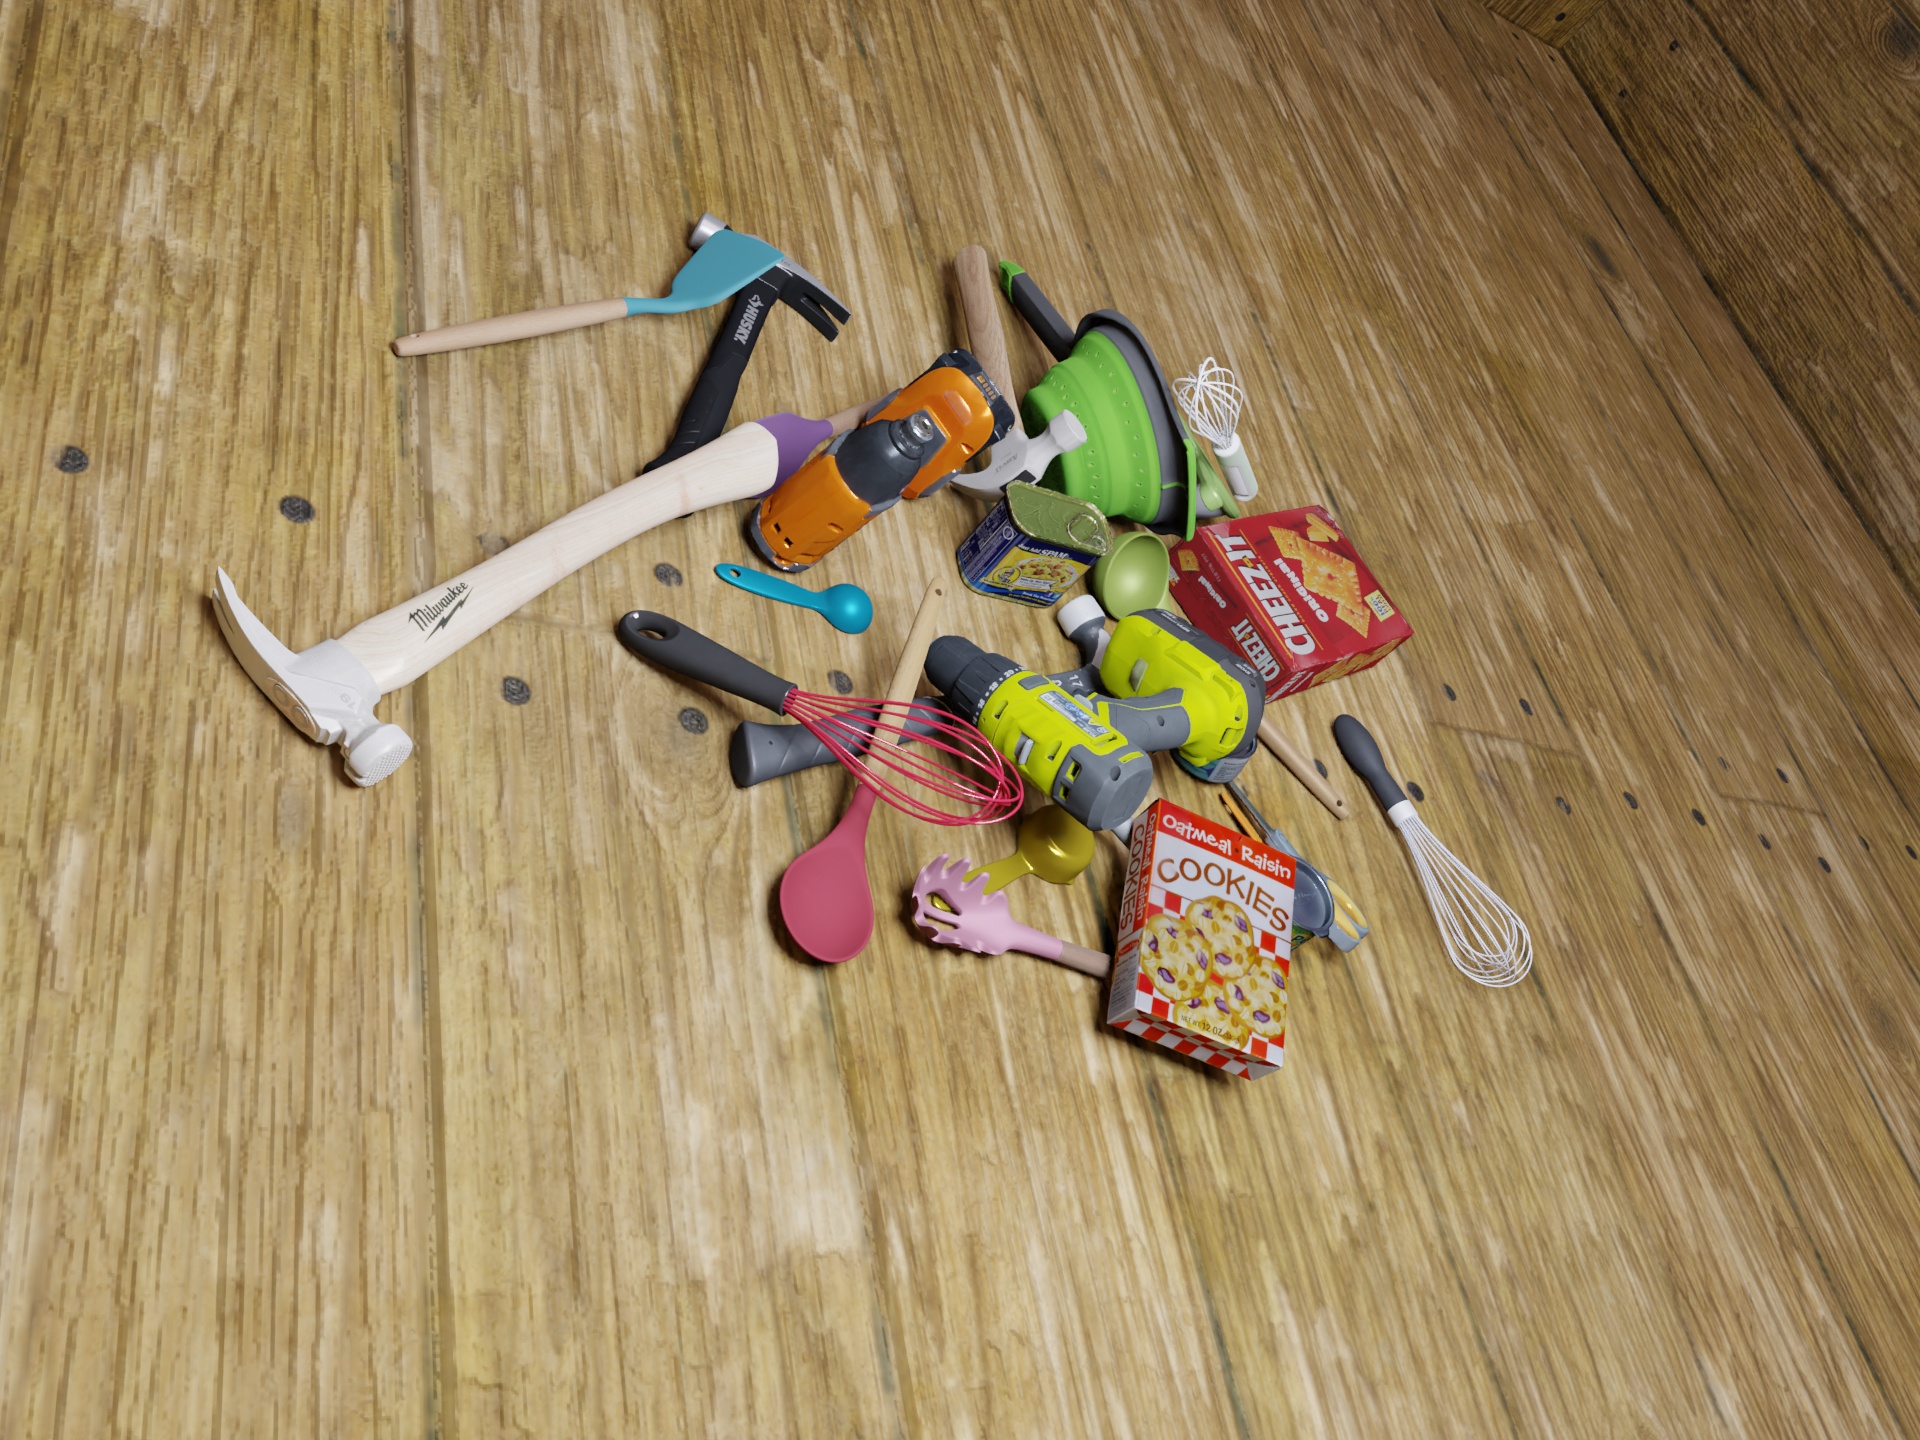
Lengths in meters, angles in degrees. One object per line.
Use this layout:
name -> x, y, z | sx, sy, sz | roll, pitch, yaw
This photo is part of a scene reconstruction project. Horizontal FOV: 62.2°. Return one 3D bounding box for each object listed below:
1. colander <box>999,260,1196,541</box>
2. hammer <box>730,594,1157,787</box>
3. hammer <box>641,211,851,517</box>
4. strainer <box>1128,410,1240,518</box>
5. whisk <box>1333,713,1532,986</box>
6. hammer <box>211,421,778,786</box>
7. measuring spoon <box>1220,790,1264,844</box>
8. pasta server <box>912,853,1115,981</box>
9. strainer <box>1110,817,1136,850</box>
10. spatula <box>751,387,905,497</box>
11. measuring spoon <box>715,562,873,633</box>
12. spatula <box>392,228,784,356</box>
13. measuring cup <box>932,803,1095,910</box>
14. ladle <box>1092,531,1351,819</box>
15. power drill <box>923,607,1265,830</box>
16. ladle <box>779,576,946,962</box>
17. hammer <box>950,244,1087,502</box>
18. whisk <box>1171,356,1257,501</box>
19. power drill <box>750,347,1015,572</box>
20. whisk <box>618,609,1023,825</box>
colander -> 0.084, -0.302, 1.444 | 0.094, 0.204, 0.398 | -20, 49, -10
hammer -> -0.002, -0.004, 1.178 | 0.409, 0.036, 0.149 | -13, 68, -44
hammer -> -0.180, -0.273, 1.251 | 0.146, 0.035, 0.335 | 28, 44, -18
strainer -> 0.195, -0.219, 1.445 | 0.151, 0.069, 0.256 | 54, 15, -17
whisk -> 0.408, 0.110, 1.406 | 0.070, 0.070, 0.285 | -3, 54, -41
hammer -> -0.267, -0.114, 1.022 | 0.146, 0.038, 0.411 | 46, 46, 3
measuring spoon -> 0.245, 0.108, 1.306 | 0.117, 0.011, 0.021 | 57, 16, 17
pasta server -> 0.094, 0.167, 1.112 | 0.316, 0.040, 0.060 | 23, 59, -26
strainer -> 0.144, 0.103, 1.188 | 0.258, 0.050, 0.087 | 48, 60, -3
spatula -> -0.095, -0.241, 1.296 | 0.018, 0.059, 0.316 | 11, 27, 27
measuring spoon -> -0.118, -0.098, 1.168 | 0.128, 0.021, 0.042 | 16, 49, -29
spatula -> -0.275, -0.314, 1.182 | 0.082, 0.044, 0.317 | 32, 40, 33
measuring cup -> 0.040, 0.100, 1.129 | 0.156, 0.029, 0.062 | -21, 72, -45
ladle -> 0.233, -0.034, 1.379 | 0.078, 0.062, 0.320 | -44, 93, -17
power drill -> 0.100, -0.016, 1.166 | 0.191, 0.080, 0.228 | 39, 35, 29
ladle -> -0.056, 0.024, 1.073 | 0.069, 0.031, 0.316 | 32, 55, -21
hammer -> 0.025, -0.313, 1.394 | 0.031, 0.130, 0.332 | 35, 32, -38
whisk -> 0.226, -0.241, 1.366 | 0.246, 0.058, 0.059 | 37, 65, -66
power drill -> -0.046, -0.205, 1.207 | 0.084, 0.164, 0.226 | 53, 37, -8
whisk -> -0.094, -0.005, 1.033 | 0.296, 0.073, 0.073 | 25, 40, 11
